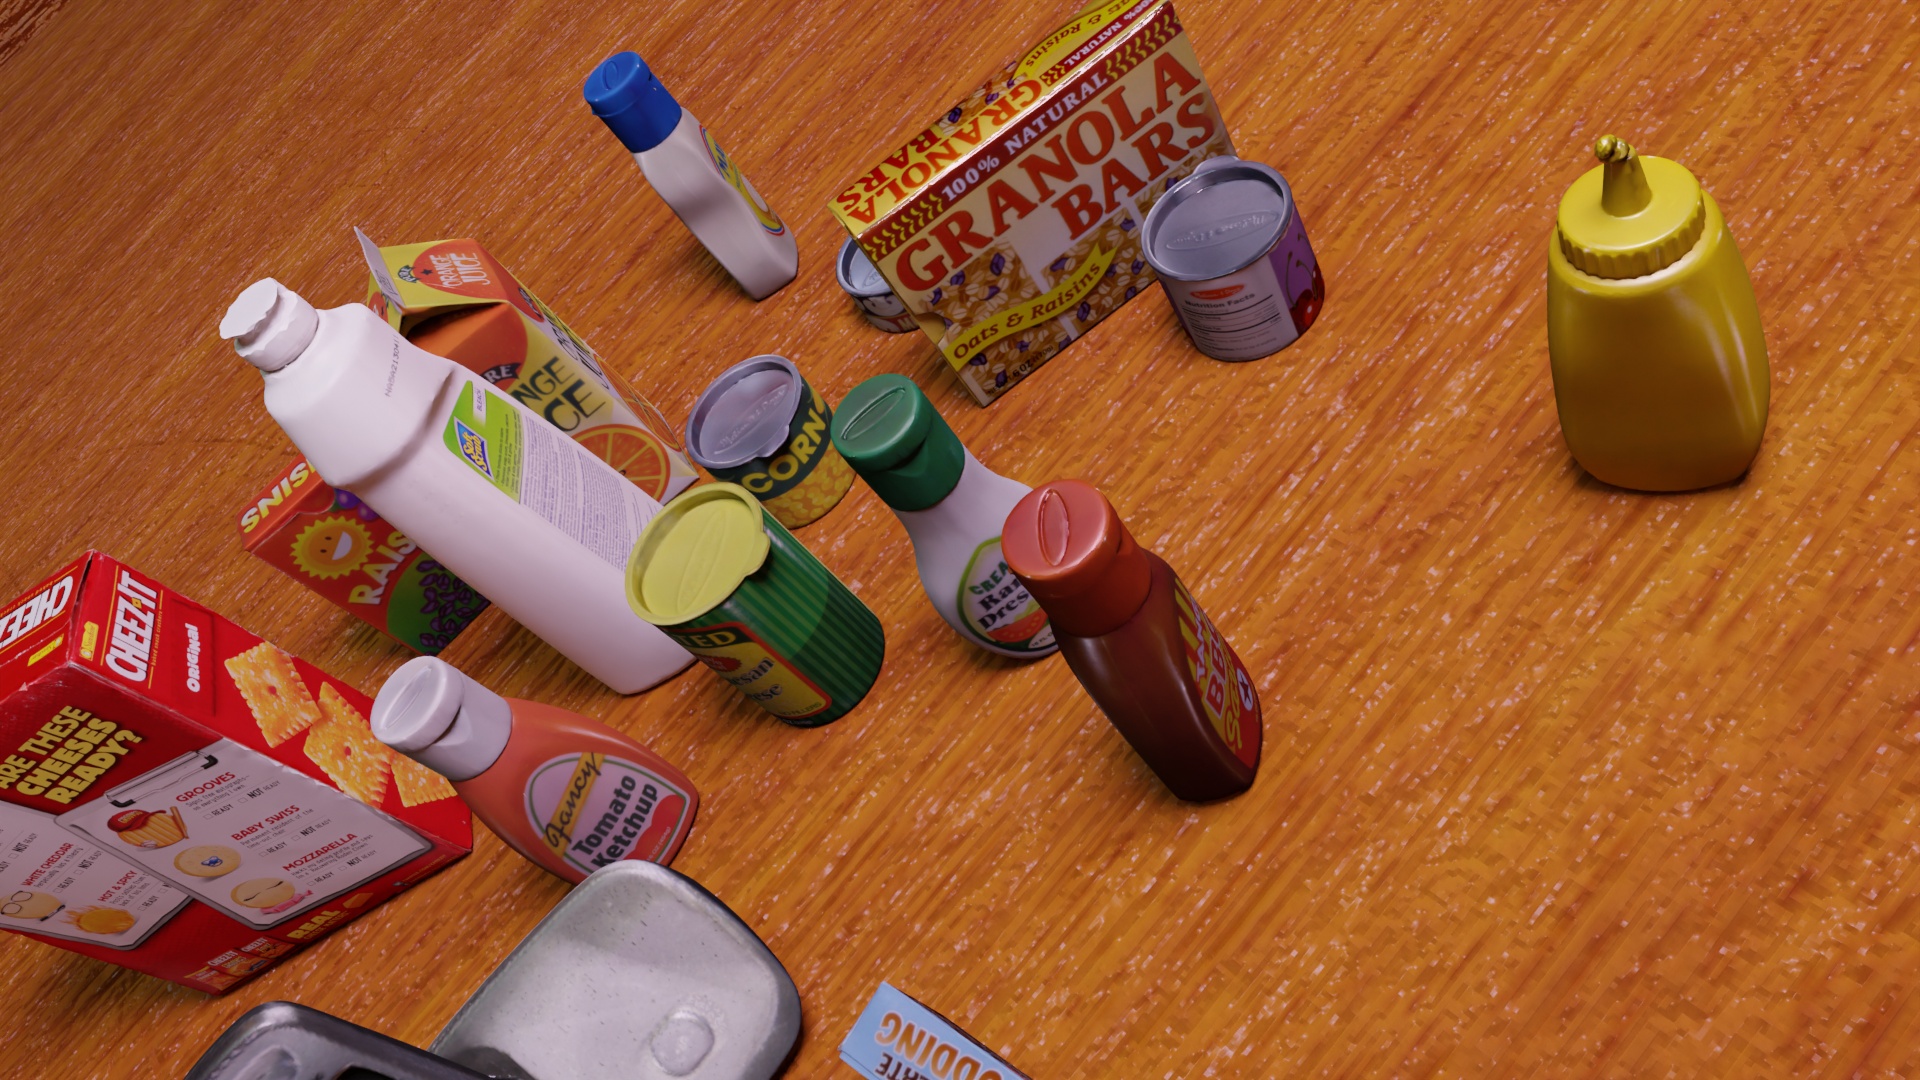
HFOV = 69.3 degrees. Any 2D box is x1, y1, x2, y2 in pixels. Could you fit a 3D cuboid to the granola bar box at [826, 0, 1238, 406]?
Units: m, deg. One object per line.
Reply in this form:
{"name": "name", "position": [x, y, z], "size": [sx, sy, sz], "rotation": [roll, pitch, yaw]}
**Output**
{"name": "granola bar box", "position": [0.042, -0.153, 0.630], "size": [0.165, 0.124, 0.039], "rotation": [-37, 47, 4]}

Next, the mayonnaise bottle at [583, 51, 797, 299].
{"name": "mayonnaise bottle", "position": [-0.145, -0.200, 0.761], "size": [0.041, 0.147, 0.065], "rotation": [-29, 48, 11]}

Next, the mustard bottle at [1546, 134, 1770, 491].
{"name": "mustard bottle", "position": [0.219, -0.074, 0.442], "size": [0.065, 0.159, 0.049], "rotation": [0, 59, 31]}

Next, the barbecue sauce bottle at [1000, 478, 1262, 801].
{"name": "barbecue sauce bottle", "position": [0.060, 0.034, 0.471], "size": [0.043, 0.148, 0.065], "rotation": [-17, 52, 21]}

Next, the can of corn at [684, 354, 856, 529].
{"name": "can of corn", "position": [-0.090, -0.046, 0.680], "size": [0.071, 0.058, 0.071], "rotation": [-16, 52, 22]}

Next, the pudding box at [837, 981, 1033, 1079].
{"name": "pudding box", "position": [0.004, 0.186, 0.465], "size": [0.084, 0.049, 0.030], "rotation": [22, 72, 40]}

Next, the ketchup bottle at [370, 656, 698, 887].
{"name": "ketchup bottle", "position": [-0.173, 0.096, 0.569], "size": [0.043, 0.148, 0.065], "rotation": [19, 71, 39]}

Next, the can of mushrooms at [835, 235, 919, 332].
{"name": "can of mushrooms", "position": [-0.028, -0.143, 0.728], "size": [0.071, 0.033, 0.071], "rotation": [-16, 52, 21]}

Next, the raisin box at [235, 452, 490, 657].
{"name": "raisin box", "position": [-0.299, -0.001, 0.732], "size": [0.086, 0.123, 0.040], "rotation": [-44, 47, -3]}

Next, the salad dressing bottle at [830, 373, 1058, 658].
{"name": "salad dressing bottle", "position": [0.002, -0.007, 0.535], "size": [0.064, 0.147, 0.044], "rotation": [-40, 47, 2]}

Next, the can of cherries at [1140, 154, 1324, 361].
{"name": "can of cherries", "position": [0.121, -0.123, 0.606], "size": [0.071, 0.058, 0.072], "rotation": [-16, 52, 22]}

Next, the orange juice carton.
{"name": "orange juice carton", "position": [-0.224, -0.079, 0.693], "size": [0.073, 0.192, 0.072], "rotation": [-40, 47, 1]}

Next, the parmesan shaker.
{"name": "parmesan shaker", "position": [-0.082, 0.030, 0.591], "size": [0.071, 0.102, 0.071], "rotation": [-16, 52, 22]}
